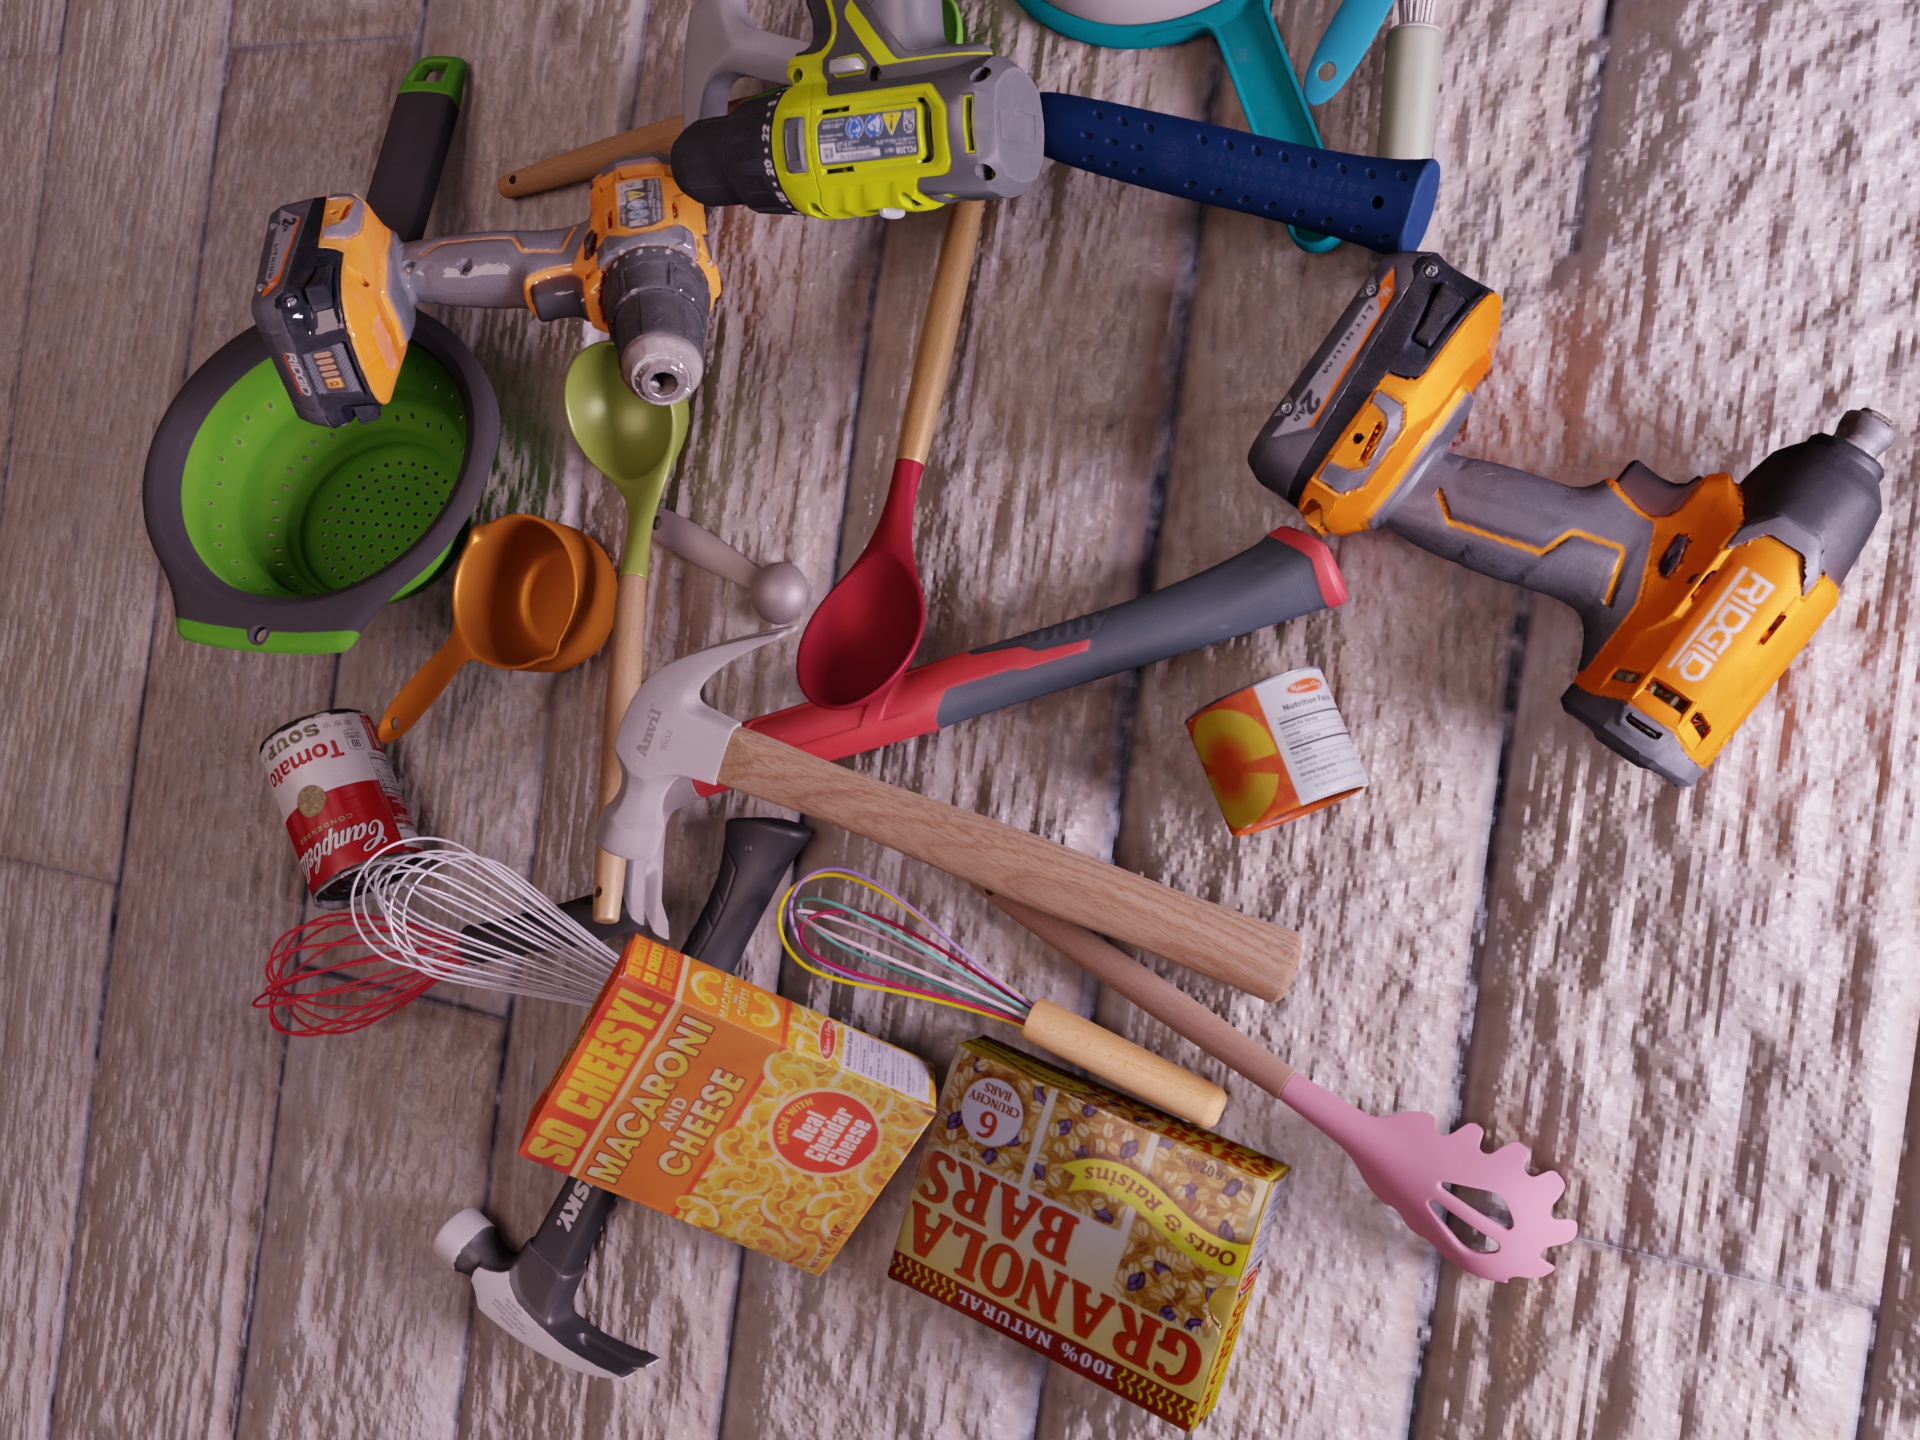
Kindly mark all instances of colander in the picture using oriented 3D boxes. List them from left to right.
[{"bbox_3d":[-0.339,-0.209,0.945,0.204,0.094,0.397,5,71,10],"label":"colander"}]

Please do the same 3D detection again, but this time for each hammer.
[{"bbox_3d":[-0.167,0.199,0.867,0.146,0.035,0.334,32,100,23],"label":"hammer"},{"bbox_3d":[-0.002,0.054,0.740,0.331,0.031,0.130,20,104,4],"label":"hammer"},{"bbox_3d":[-0.001,-0.002,0.779,0.386,0.038,0.143,-17,56,20],"label":"hammer"},{"bbox_3d":[0.026,-0.284,0.764,0.406,0.035,0.144,24,110,25],"label":"hammer"}]

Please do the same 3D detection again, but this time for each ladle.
[{"bbox_3d":[-0.183,-0.054,0.835,0.078,0.062,0.320,-15,65,35],"label":"ladle"},{"bbox_3d":[-0.022,-0.154,0.798,0.069,0.031,0.315,7,79,31],"label":"ladle"}]

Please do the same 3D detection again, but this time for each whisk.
[{"bbox_3d":[-0.291,0.130,0.905,0.296,0.073,0.073,-14,82,24],"label":"whisk"},{"bbox_3d":[-0.171,0.137,0.803,0.284,0.070,0.070,26,100,-7],"label":"whisk"},{"bbox_3d":[0.014,0.140,0.783,0.245,0.047,0.051,24,136,19],"label":"whisk"},{"bbox_3d":[0.207,-0.318,0.719,0.058,0.059,0.246,10,96,61],"label":"whisk"}]

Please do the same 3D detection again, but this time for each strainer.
[{"bbox_3d":[0.105,-0.380,0.738,0.211,0.095,0.340,-22,77,22],"label":"strainer"}]

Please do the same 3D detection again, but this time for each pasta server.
[{"bbox_3d":[0.131,0.153,0.739,0.316,0.040,0.060,32,100,27],"label":"pasta server"}]

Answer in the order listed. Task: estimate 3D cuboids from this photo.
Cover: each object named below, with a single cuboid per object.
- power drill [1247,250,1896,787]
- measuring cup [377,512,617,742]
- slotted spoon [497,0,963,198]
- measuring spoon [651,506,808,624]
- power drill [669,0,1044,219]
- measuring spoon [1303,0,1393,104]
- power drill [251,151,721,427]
[{"bbox_3d":[0.255,-0.101,0.666,0.227,0.084,0.164,38,102,17],"label":"power drill"},{"bbox_3d":[-0.267,-0.044,0.916,0.173,0.052,0.095,-42,72,19],"label":"measuring cup"},{"bbox_3d":[-0.134,-0.335,0.884,0.314,0.031,0.070,-6,85,26],"label":"slotted spoon"},{"bbox_3d":[-0.136,-0.090,0.876,0.124,0.018,0.034,30,100,24],"label":"measuring spoon"},{"bbox_3d":[-0.061,-0.349,0.734,0.191,0.080,0.228,5,107,29],"label":"power drill"},{"bbox_3d":[0.185,-0.330,0.690,0.042,0.021,0.128,33,105,15],"label":"measuring spoon"},{"bbox_3d":[-0.237,-0.214,0.822,0.226,0.084,0.186,-10,48,-5],"label":"power drill"}]
